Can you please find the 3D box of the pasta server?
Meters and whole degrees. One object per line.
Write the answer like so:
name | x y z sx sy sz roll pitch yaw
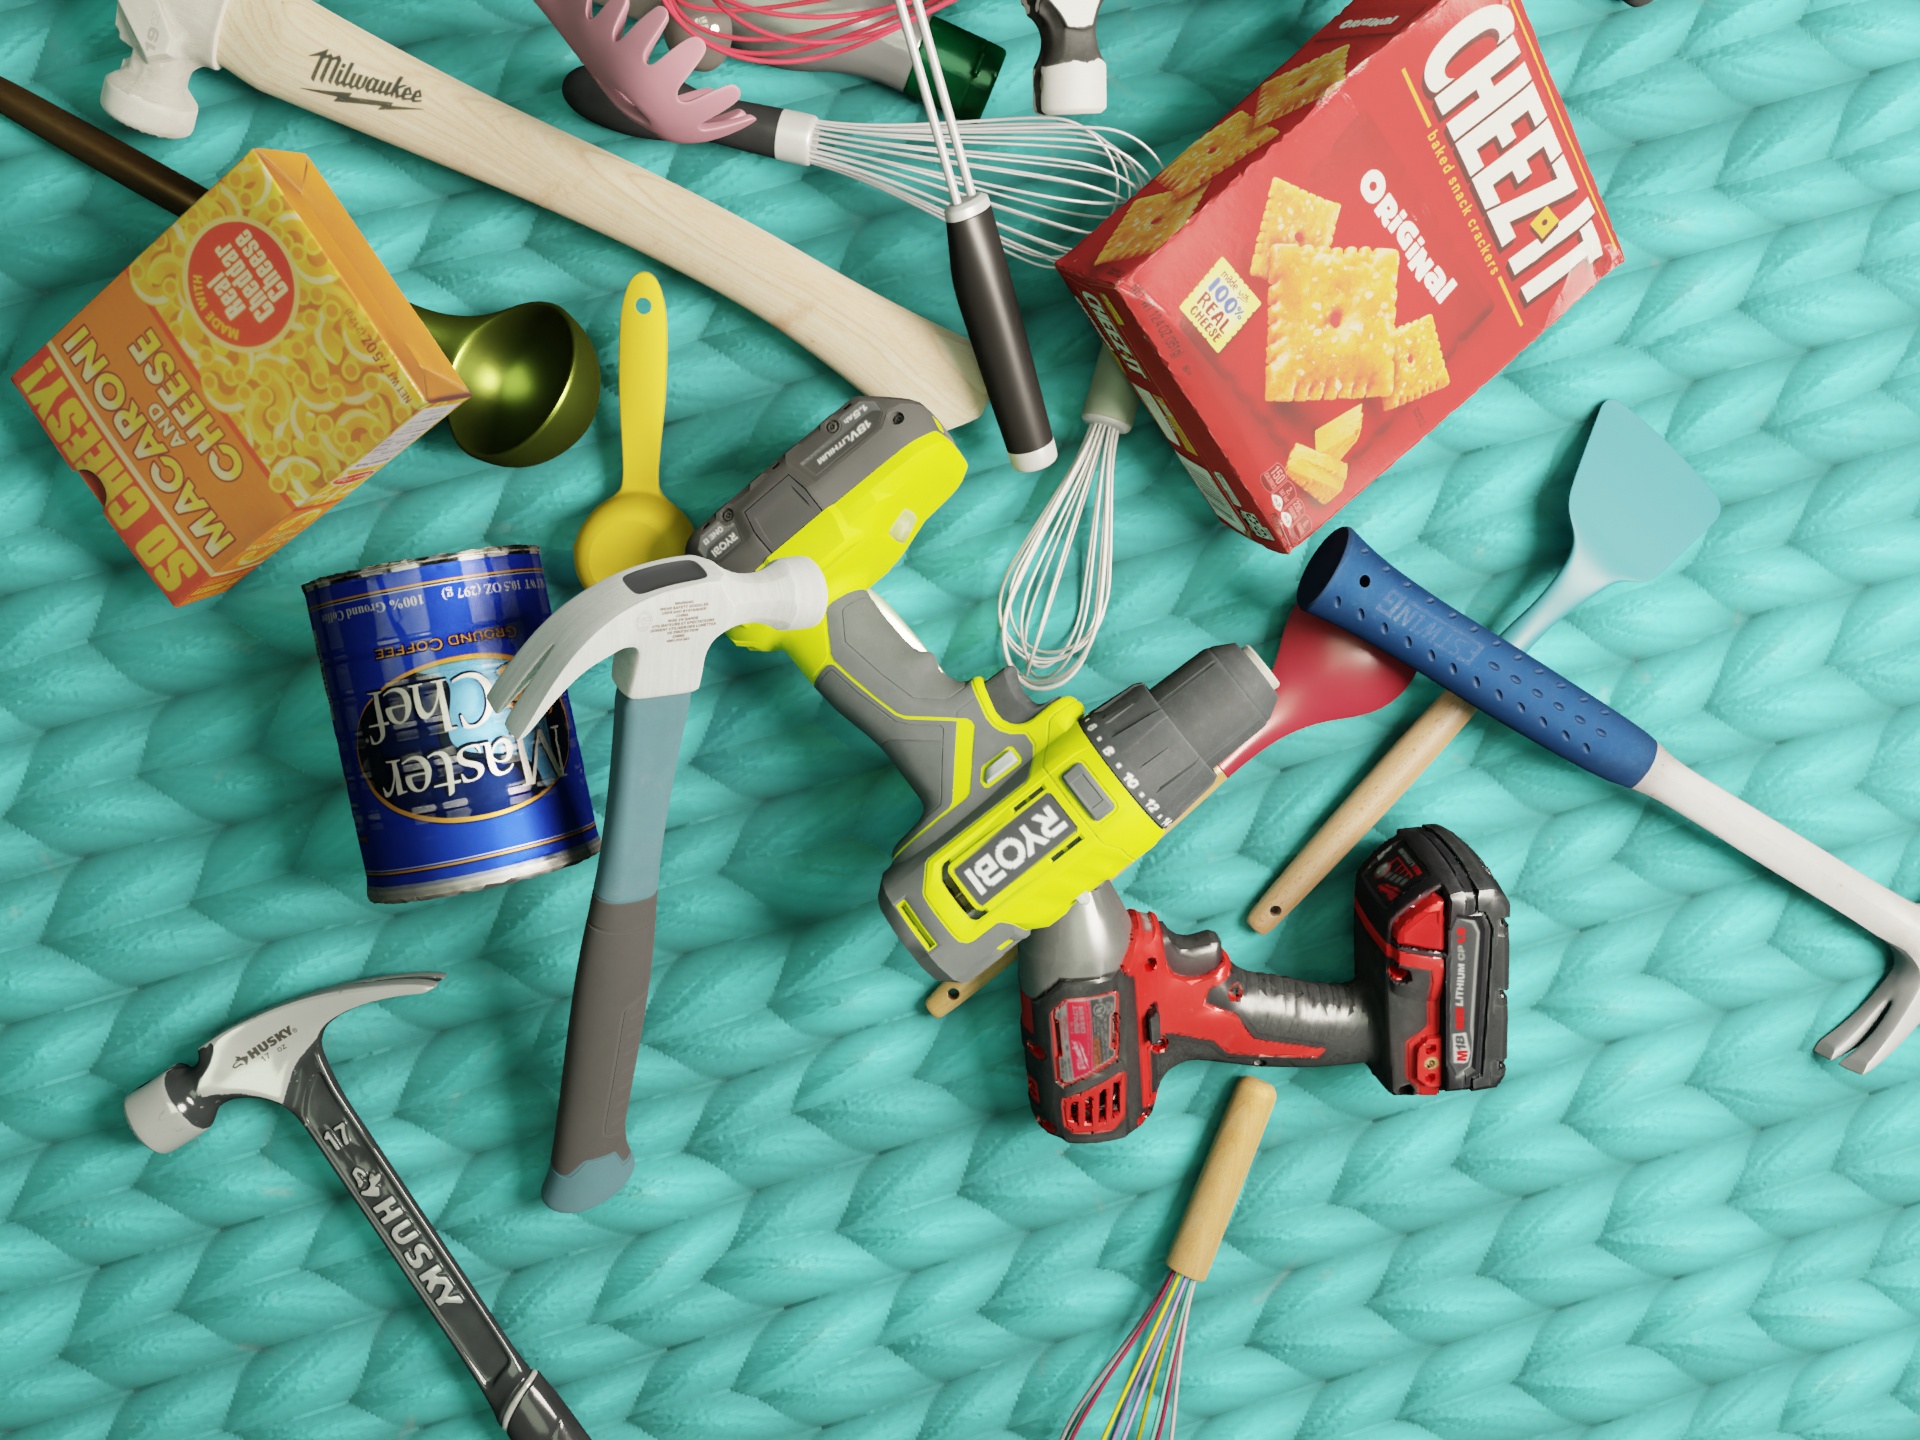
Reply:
pasta server | -0.201 -0.349 0.675 0.040 0.060 0.316 -42 76 2

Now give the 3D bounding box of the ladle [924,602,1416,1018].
ladle | 0.104 0.038 0.773 0.315 0.031 0.069 -41 92 1

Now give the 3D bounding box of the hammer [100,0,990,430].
hammer | -0.165 -0.247 0.707 0.410 0.038 0.146 25 116 -9

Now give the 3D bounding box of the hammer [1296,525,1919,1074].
hammer | 0.332 0.031 0.762 0.405 0.035 0.144 29 92 -13

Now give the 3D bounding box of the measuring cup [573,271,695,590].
measuring cup | -0.147 -0.122 0.722 0.062 0.029 0.156 4 108 -4

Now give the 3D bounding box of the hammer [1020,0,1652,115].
hammer | 0.186 -0.353 0.710 0.334 0.035 0.146 -9 111 -18

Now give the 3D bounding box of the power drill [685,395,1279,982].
power drill | 0.006 -0.027 0.695 0.190 0.080 0.228 -39 79 7

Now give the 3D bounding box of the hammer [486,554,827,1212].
hammer | -0.144 0.084 0.684 0.128 0.033 0.330 -8 125 -35

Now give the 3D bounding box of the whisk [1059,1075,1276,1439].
whisk | 0.103 0.292 0.786 0.047 0.051 0.245 23 87 -27

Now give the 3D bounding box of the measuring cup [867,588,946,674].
measuring cup | -0.001 -0.002 0.754 0.083 0.038 0.167 -41 98 -1

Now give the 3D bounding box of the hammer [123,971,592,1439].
hammer | -0.217 0.305 0.760 0.149 0.036 0.409 -32 96 -3

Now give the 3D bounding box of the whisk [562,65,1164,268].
whisk | -0.043 -0.258 0.726 0.284 0.070 0.070 13 93 1

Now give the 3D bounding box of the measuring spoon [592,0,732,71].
measuring spoon | -0.156 -0.326 0.711 0.124 0.018 0.034 31 123 14

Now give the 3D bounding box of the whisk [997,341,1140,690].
whisk | 0.067 -0.133 0.753 0.059 0.058 0.246 17 89 -40

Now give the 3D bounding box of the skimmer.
skimmer | 0.005 -0.261 0.624 0.127 0.090 0.363 -38 125 -30

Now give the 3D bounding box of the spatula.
spatula | 0.250 -0.016 0.784 0.082 0.044 0.317 41 94 -7

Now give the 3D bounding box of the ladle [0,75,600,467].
ladle | -0.306 -0.211 0.709 0.320 0.062 0.078 29 89 -3

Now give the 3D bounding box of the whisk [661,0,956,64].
whisk | 0.007 -0.330 0.694 0.295 0.073 0.073 -15 95 -24

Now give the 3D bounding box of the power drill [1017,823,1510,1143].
power drill | 0.136 0.116 0.745 0.219 0.079 0.143 -7 109 -1
